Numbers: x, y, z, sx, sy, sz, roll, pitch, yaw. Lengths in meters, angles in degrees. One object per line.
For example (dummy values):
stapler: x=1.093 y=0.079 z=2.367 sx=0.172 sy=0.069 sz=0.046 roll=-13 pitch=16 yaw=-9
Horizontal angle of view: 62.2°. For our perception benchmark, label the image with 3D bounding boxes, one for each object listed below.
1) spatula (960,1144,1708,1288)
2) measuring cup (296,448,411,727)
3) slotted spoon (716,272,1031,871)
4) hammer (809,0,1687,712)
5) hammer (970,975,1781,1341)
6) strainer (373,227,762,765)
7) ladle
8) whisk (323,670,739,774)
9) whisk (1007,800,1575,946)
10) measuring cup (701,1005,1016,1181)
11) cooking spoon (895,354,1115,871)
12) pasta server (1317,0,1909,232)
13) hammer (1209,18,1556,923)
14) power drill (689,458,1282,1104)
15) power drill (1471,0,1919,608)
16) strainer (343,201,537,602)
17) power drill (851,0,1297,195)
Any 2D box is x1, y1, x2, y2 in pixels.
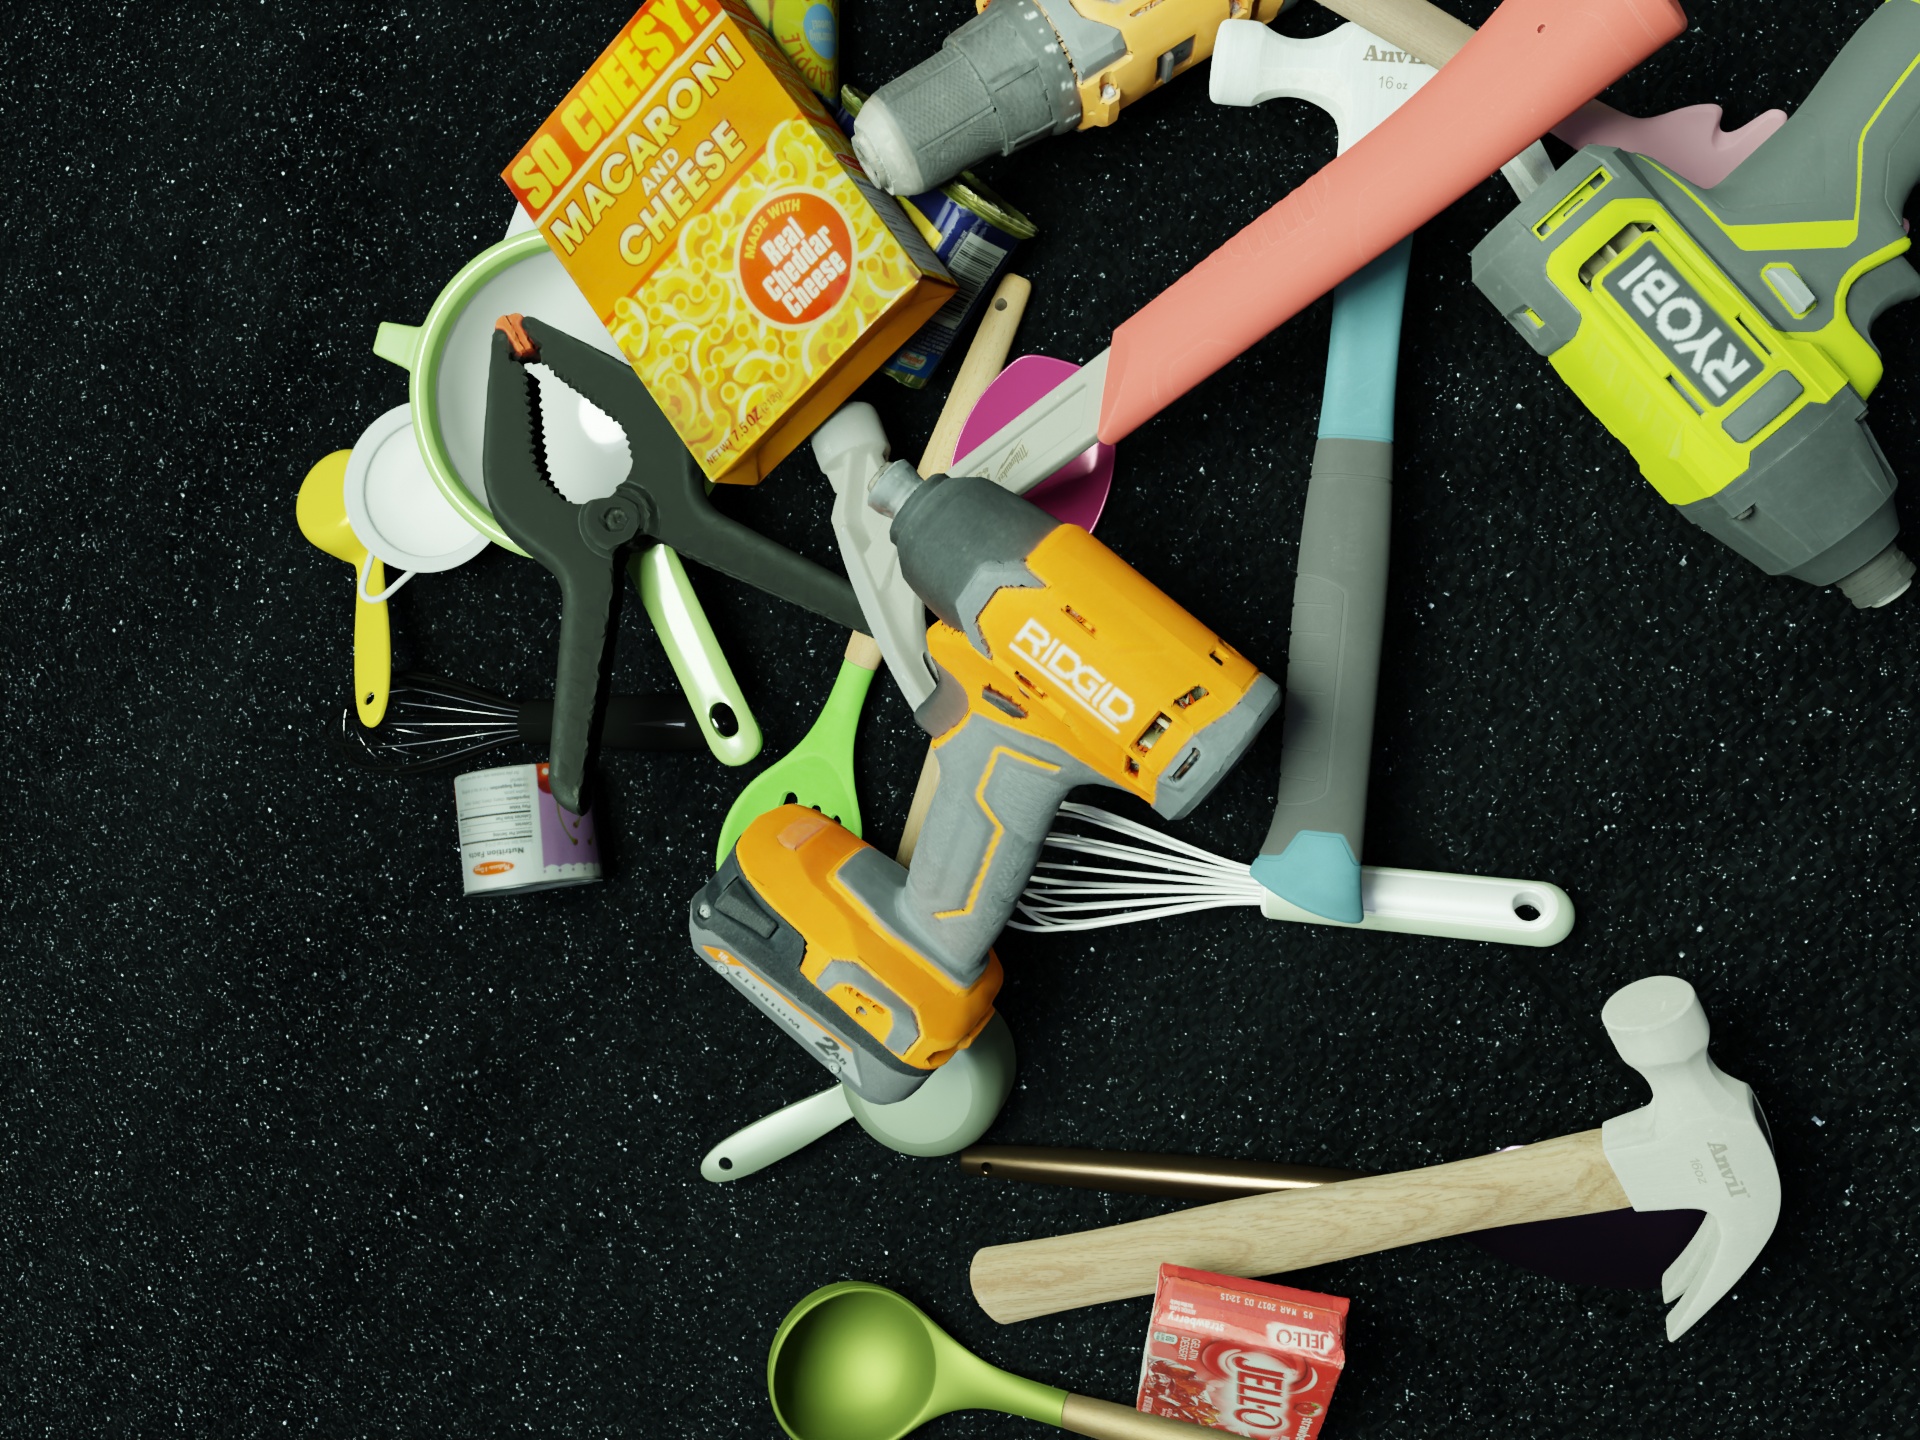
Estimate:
spatula: x=0.146 y=0.193 z=0.651 sx=0.316 sy=0.018 sz=0.059 roll=-2 pitch=103 yaw=24
measuring cup: x=-0.308 y=-0.070 z=0.803 sx=0.062 sy=0.029 sz=0.157 roll=-22 pitch=63 yaw=19
slotted spoon: x=-0.033 y=-0.048 z=0.712 sx=0.070 sy=0.031 sz=0.313 roll=27 pitch=102 yaw=20
hammer: x=0.086 y=-0.132 z=0.571 sx=0.359 sy=0.036 sz=0.149 roll=-32 pitch=75 yaw=36
hammer: x=0.145 y=0.199 z=0.625 sx=0.331 sy=0.031 sz=0.130 roll=-23 pitch=105 yaw=31
strainer: x=-0.149 y=-0.100 z=0.741 sx=0.151 sy=0.069 sz=0.256 roll=-24 pitch=93 yaw=6
ladle: x=0.067 y=0.304 z=0.675 sx=0.320 sy=0.062 sz=0.078 roll=6 pitch=91 yaw=21
whisk: x=-0.213 y=0.001 z=0.785 sx=0.239 sy=0.055 sz=0.055 roll=0 pitch=93 yaw=20
whisk: x=0.117 y=0.066 z=0.643 sx=0.246 sy=0.059 sz=0.058 roll=4 pitch=68 yaw=20
measuring cup: x=-0.054 y=0.176 z=0.713 sx=0.167 sy=0.038 sz=0.083 roll=-30 pitch=94 yaw=15
cooking spoon: x=-0.001 y=-0.002 z=0.703 sx=0.069 sy=0.017 sz=0.319 roll=18 pitch=101 yaw=4
pasta server: x=0.177 y=-0.234 z=0.551 sx=0.316 sy=0.040 sz=0.060 roll=29 pitch=94 yaw=-1
hammer: x=0.145 y=-0.090 z=0.595 sx=0.128 sy=0.033 sz=0.331 roll=5 pitch=92 yaw=4
power drill: x=-0.010 y=0.021 z=0.602 sx=0.164 sy=0.084 sz=0.226 roll=40 pitch=118 yaw=6
power drill: x=0.301 y=-0.159 z=0.497 sx=0.223 sy=0.080 sz=0.171 roll=-42 pitch=88 yaw=9
strainer: x=-0.236 y=-0.177 z=0.787 sx=0.087 sy=0.050 sz=0.258 roll=24 pitch=97 yaw=7
power drill: x=0.000 y=-0.327 z=0.624 sx=0.185 sy=0.084 sz=0.226 roll=-32 pitch=81 yaw=-2
